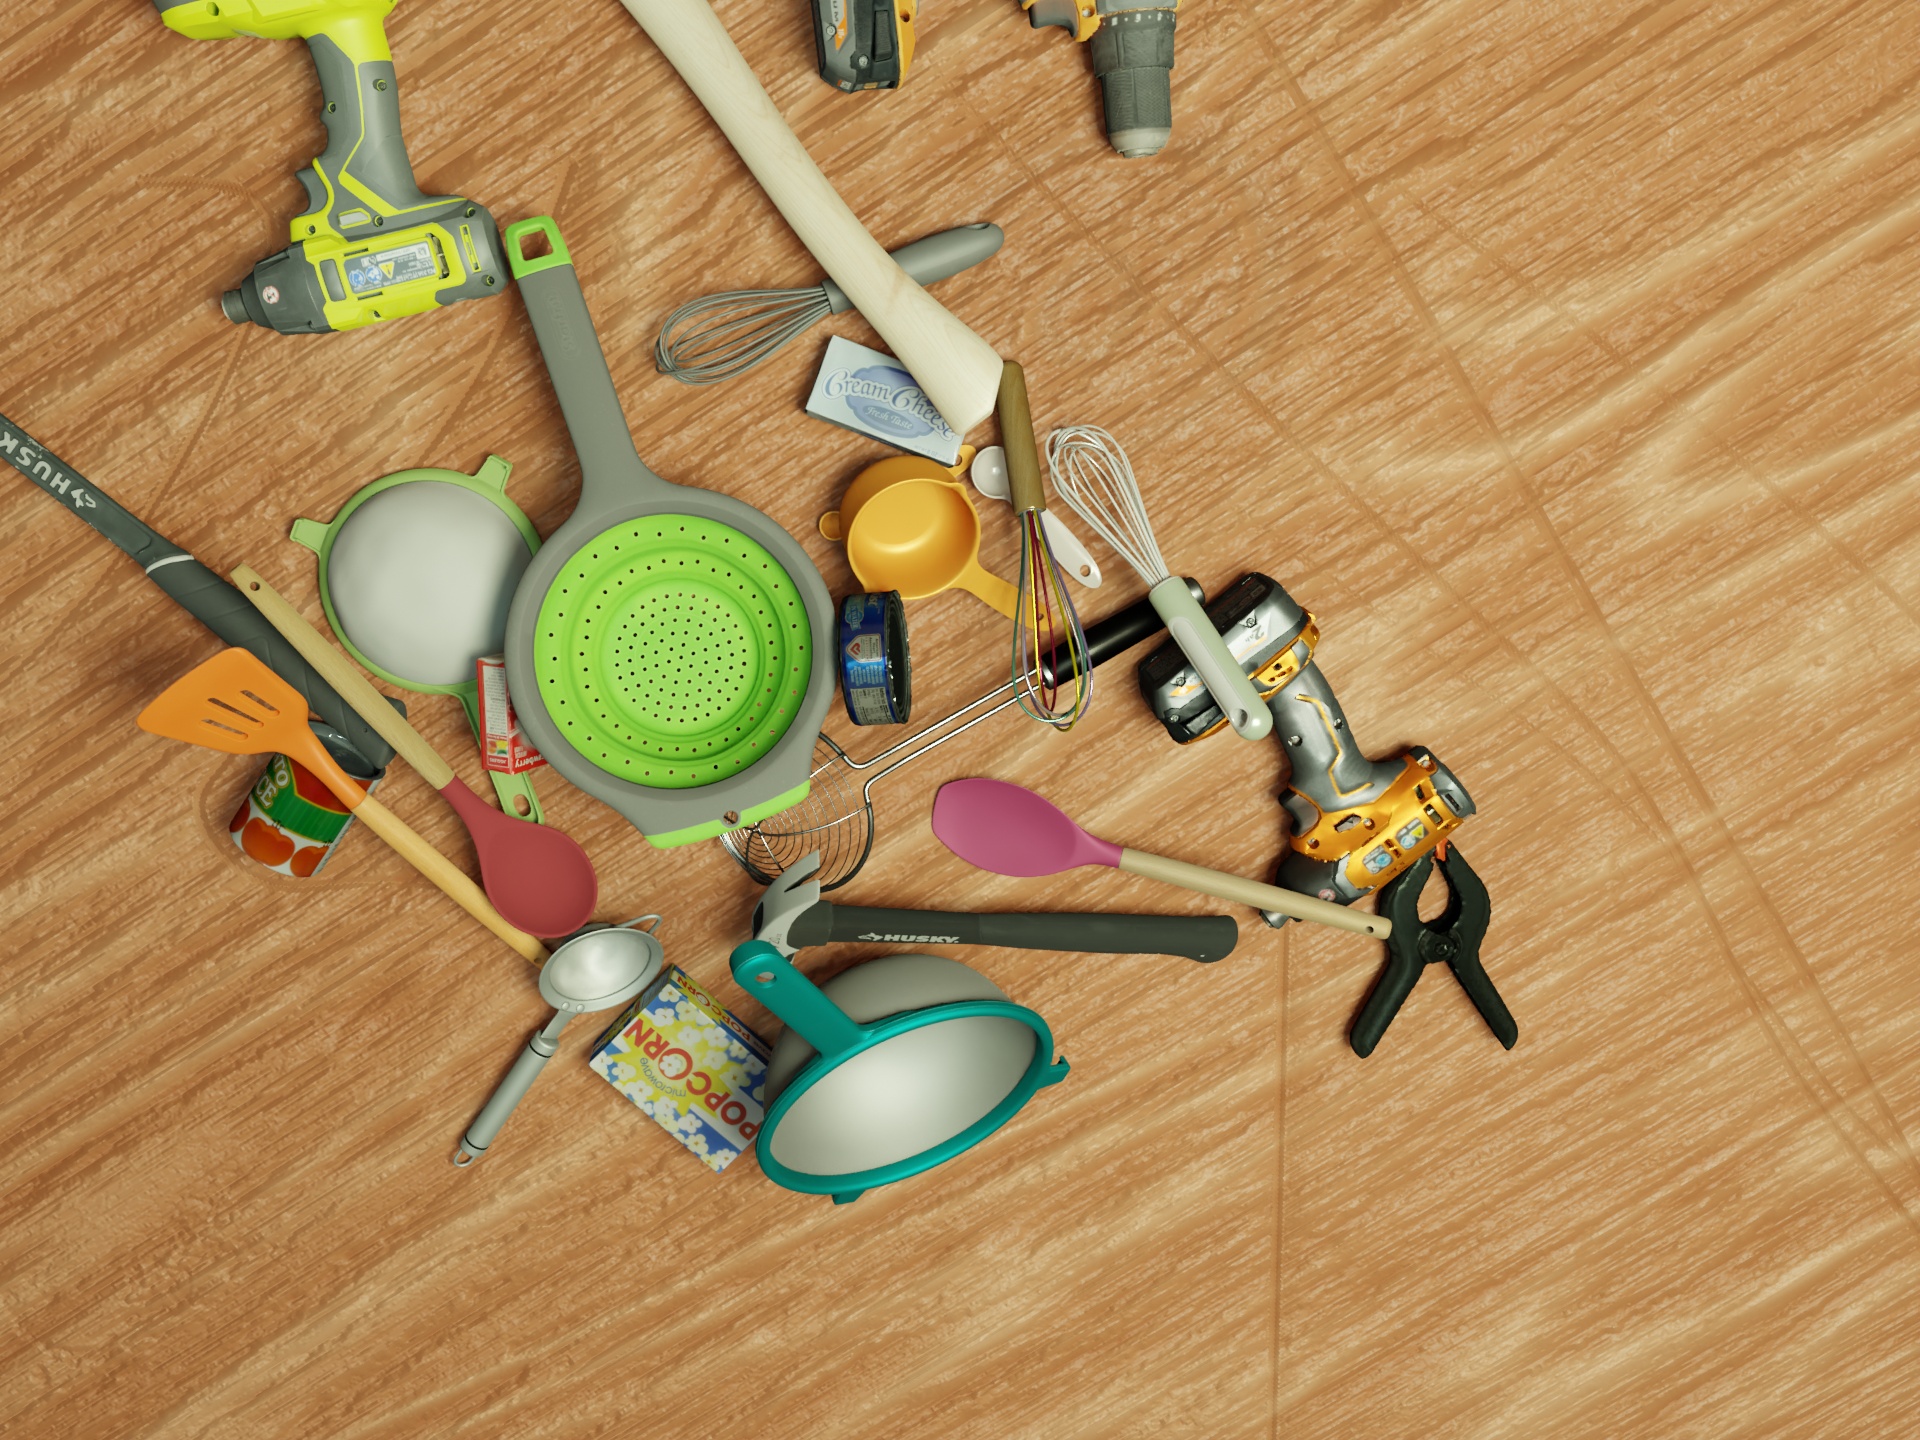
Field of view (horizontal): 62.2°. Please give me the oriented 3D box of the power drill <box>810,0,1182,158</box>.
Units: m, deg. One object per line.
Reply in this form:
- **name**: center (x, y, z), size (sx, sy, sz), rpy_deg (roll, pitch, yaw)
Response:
- **power drill**: center (0.025, -0.432, 0.967), size (0.226, 0.084, 0.185), rpy_deg (-8, 104, -6)

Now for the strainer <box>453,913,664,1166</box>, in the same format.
- **strainer**: center (-0.288, 0.218, 1.111), size (0.086, 0.050, 0.258), rpy_deg (23, 109, -44)

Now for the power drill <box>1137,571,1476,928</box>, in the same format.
- **power drill**: center (0.222, 0.031, 1.080), size (0.164, 0.084, 0.226), rpy_deg (-41, 105, 8)

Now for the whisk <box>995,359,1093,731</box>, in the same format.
- **whisk**: center (0.046, -0.112, 1.028), size (0.051, 0.047, 0.245), rpy_deg (-9, 83, 4)

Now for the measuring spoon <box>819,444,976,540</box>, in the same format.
- **measuring spoon**: center (-0.041, -0.153, 1.059), size (0.117, 0.011, 0.021), rpy_deg (-29, 96, 0)

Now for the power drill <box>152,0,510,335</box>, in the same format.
- **power drill**: center (-0.389, -0.352, 0.960), size (0.171, 0.080, 0.223), rpy_deg (-14, 106, -1)

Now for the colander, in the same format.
- **colander**: center (-0.208, -0.120, 1.018), size (0.204, 0.094, 0.397), rpy_deg (-19, 91, -7)

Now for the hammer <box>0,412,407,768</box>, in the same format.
- **hammer**: center (-0.525, -0.108, 1.014), size (0.409, 0.036, 0.149), rpy_deg (40, 99, -7)

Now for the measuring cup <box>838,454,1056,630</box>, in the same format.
- **measuring cup**: center (-0.005, -0.111, 1.055), size (0.173, 0.052, 0.095), rpy_deg (29, 111, -34)

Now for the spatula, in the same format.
- **spatula**: center (-0.370, 0.072, 1.020), size (0.081, 0.041, 0.322), rpy_deg (-34, 123, 7)

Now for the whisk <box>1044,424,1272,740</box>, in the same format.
- **whisk**: center (0.126, -0.091, 1.015), size (0.246, 0.059, 0.057), rpy_deg (59, 137, 17)

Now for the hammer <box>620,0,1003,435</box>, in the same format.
- **hammer**: center (-0.122, -0.340, 0.968), size (0.146, 0.038, 0.410), rpy_deg (-37, 94, 5)

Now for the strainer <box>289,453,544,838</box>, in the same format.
- **strainer**: center (-0.330, -0.036, 1.036), size (0.151, 0.069, 0.256), rpy_deg (-18, 101, 1)

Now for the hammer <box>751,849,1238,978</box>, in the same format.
- **hammer**: center (0.028, 0.141, 1.086), size (0.334, 0.146, 0.035), rpy_deg (4, 60, -11)

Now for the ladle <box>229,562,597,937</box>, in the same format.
- **ladle**: center (-0.348, 0.022, 1.019), size (0.069, 0.031, 0.315), rpy_deg (-48, 116, -22)

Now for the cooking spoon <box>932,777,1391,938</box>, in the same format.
- **cooking spoon**: center (0.135, 0.101, 1.087), size (0.319, 0.017, 0.068), rpy_deg (15, 110, 9)

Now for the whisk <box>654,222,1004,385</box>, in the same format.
- **whisk**: center (-0.084, -0.270, 1.014), size (0.239, 0.055, 0.055), rpy_deg (-21, 103, -4)

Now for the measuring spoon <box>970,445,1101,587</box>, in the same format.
- **measuring spoon**: center (0.051, -0.133, 1.067), size (0.124, 0.018, 0.034), rpy_deg (45, 77, -18)

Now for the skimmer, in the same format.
- **skimmer**: center (-0.002, -0.003, 1.084), size (0.363, 0.090, 0.127), rpy_deg (-29, 95, -7)

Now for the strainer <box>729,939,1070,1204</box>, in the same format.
- **strainer**: center (-0.072, 0.192, 1.029), size (0.211, 0.095, 0.340), rpy_deg (-31, 141, 3)
